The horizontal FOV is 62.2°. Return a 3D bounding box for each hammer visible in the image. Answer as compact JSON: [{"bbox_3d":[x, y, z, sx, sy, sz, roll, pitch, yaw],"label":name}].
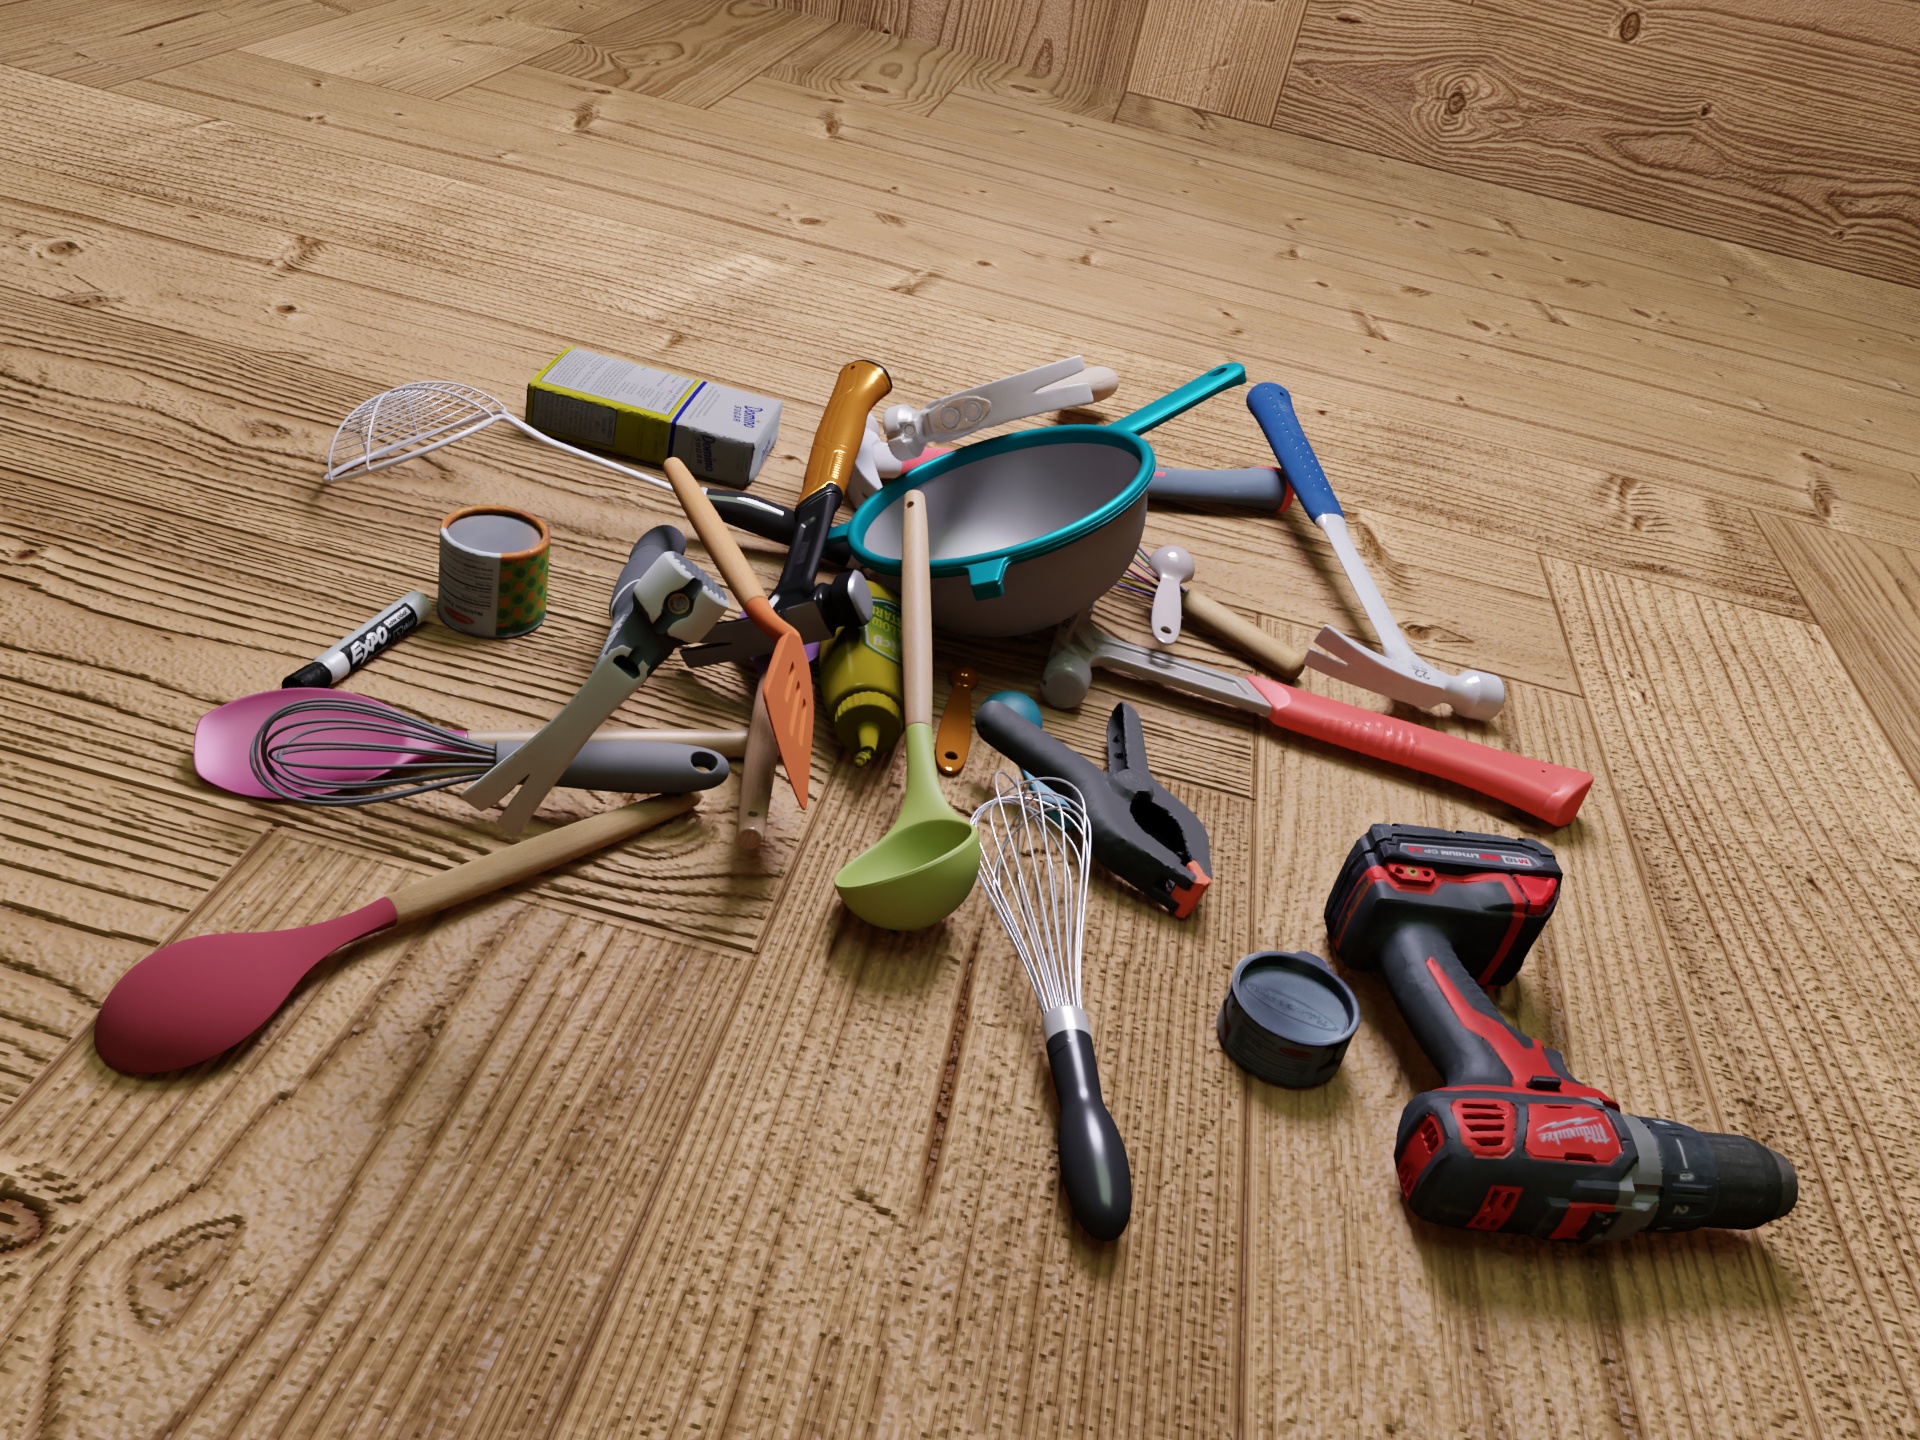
[{"bbox_3d":[0.096,-0.189,1.279,0.386,0.038,0.143,2,36,-17],"label":"hammer"},{"bbox_3d":[0.236,-0.008,1.060,0.359,0.036,0.149,17,33,7],"label":"hammer"},{"bbox_3d":[0.075,-0.259,1.254,0.146,0.038,0.411,-12,10,21],"label":"hammer"},{"bbox_3d":[0.287,-0.150,1.239,0.144,0.035,0.406,12,38,-18],"label":"hammer"},{"bbox_3d":[-0.181,-0.055,0.862,0.036,0.149,0.409,40,7,-15],"label":"hammer"},{"bbox_3d":[-0.099,-0.154,1.073,0.127,0.034,0.337,-13,36,17],"label":"hammer"}]

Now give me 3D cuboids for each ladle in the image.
[{"bbox_3d":[-0.249,0.084,0.761,0.069,0.031,0.315,33,36,30],"label":"ladle"},{"bbox_3d":[-0.029,-0.022,0.892,0.078,0.062,0.320,-17,49,18],"label":"ladle"}]

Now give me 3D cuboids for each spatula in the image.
[{"bbox_3d":[-0.110,-0.011,0.930,0.059,0.018,0.316,8,26,-6],"label":"spatula"},{"bbox_3d":[-0.133,-0.075,0.920,0.041,0.080,0.323,-23,41,-11],"label":"spatula"}]

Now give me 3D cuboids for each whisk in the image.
[{"bbox_3d":[0.149,-0.102,1.165,0.245,0.051,0.047,35,33,25],"label":"whisk"},{"bbox_3d":[0.046,0.127,0.778,0.070,0.070,0.285,5,39,-12],"label":"whisk"},{"bbox_3d":[-0.239,0.020,0.823,0.239,0.055,0.055,3,34,-18],"label":"whisk"}]

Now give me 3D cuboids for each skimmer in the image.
[{"bbox_3d":[-0.248,-0.147,1.101,0.363,0.090,0.127,19,17,-11],"label":"skimmer"}]

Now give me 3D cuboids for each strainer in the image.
[{"bbox_3d":[0.084,-0.145,1.101,0.340,0.095,0.211,-32,31,-27],"label":"strainer"}]

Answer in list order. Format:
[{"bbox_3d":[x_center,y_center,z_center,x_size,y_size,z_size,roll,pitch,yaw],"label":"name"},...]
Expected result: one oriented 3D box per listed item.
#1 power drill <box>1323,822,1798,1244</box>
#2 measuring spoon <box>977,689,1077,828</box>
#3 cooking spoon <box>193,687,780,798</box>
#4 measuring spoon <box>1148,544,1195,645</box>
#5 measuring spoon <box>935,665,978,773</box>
[{"bbox_3d":[0.290,0.159,0.796,0.188,0.080,0.227,7,36,-10],"label":"power drill"},{"bbox_3d":[0.046,0.019,0.964,0.042,0.021,0.129,-2,36,-22],"label":"measuring spoon"},{"bbox_3d":[-0.244,0.014,0.871,0.318,0.017,0.069,0,56,-21],"label":"cooking spoon"},{"bbox_3d":[0.146,-0.089,1.099,0.034,0.018,0.124,17,36,-2],"label":"measuring spoon"},{"bbox_3d":[-0.002,-0.003,0.989,0.021,0.011,0.117,12,33,-2],"label":"measuring spoon"}]
